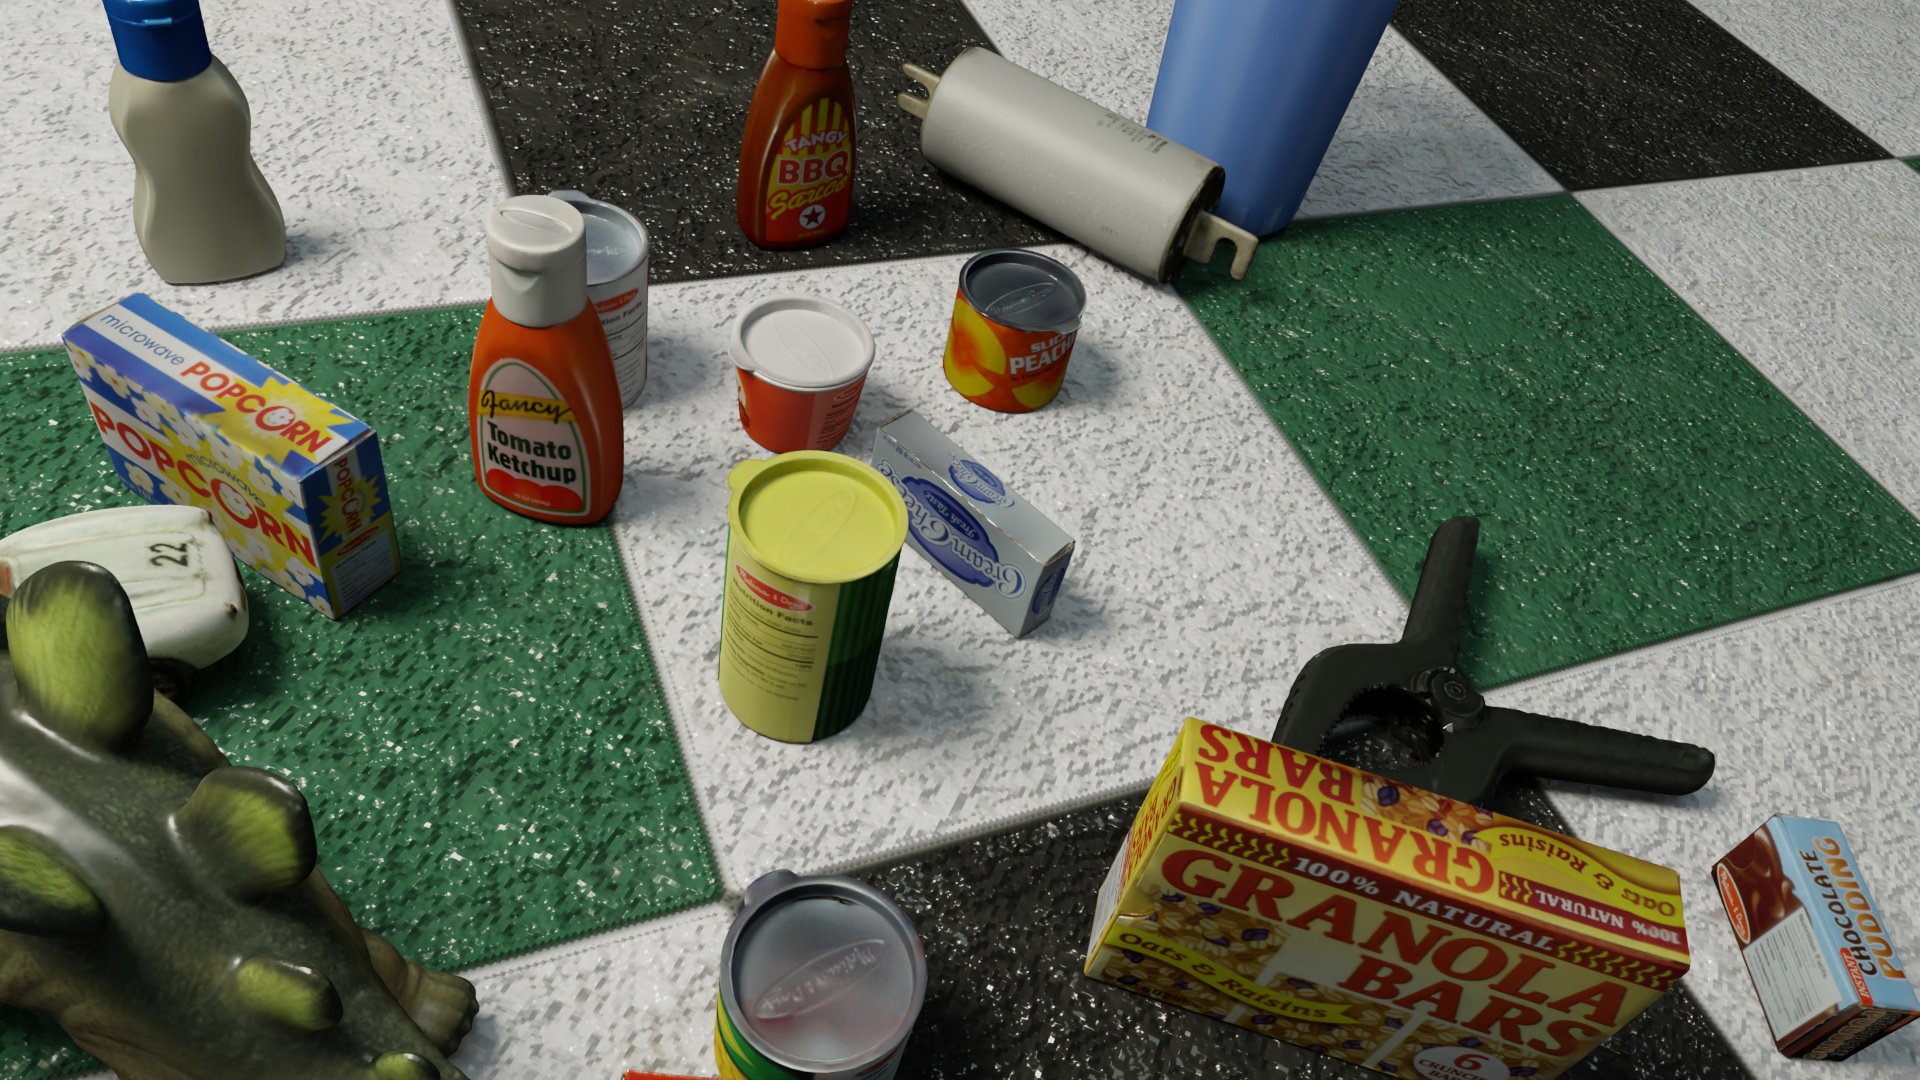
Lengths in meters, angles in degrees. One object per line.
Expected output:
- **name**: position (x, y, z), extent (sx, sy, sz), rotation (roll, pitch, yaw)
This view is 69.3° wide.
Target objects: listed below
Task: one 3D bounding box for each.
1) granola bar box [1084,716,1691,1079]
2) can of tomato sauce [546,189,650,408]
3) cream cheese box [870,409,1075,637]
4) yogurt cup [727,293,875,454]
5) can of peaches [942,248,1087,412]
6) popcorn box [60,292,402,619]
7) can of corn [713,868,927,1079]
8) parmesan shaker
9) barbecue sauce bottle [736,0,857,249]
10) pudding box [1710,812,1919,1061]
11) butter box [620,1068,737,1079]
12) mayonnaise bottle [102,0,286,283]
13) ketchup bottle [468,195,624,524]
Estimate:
- **granola bar box**: position (0.138, 0.134, 0.479), extent (0.166, 0.123, 0.039), rotation (17, 47, 2)
- **can of tomato sauce**: position (-0.181, -0.110, 0.654), extent (0.071, 0.082, 0.071), rotation (7, 47, -7)
- **cream cheese box**: position (0.002, -0.008, 0.625), extent (0.104, 0.053, 0.024), rotation (40, 52, 22)
- **yogurt cup**: position (-0.078, -0.078, 0.670), extent (0.072, 0.053, 0.073), rotation (7, 47, -7)
- **can of peaches**: position (0.028, -0.107, 0.719), extent (0.071, 0.057, 0.071), rotation (7, 47, -7)
- **popcorn box**: position (-0.290, -0.034, 0.557), extent (0.127, 0.084, 0.038), rotation (29, 48, 13)
- **can of corn**: position (-0.049, 0.153, 0.462), extent (0.071, 0.058, 0.071), rotation (7, 47, -7)
- **parmesan shaker**: position (-0.063, 0.022, 0.548), extent (0.071, 0.102, 0.072), rotation (7, 47, -7)
- **barbecue sauce bottle**: position (-0.084, -0.228, 0.741), extent (0.065, 0.147, 0.044), rotation (-18, 54, -27)
- **pudding box**: position (0.340, 0.158, 0.556), extent (0.030, 0.049, 0.084), rotation (8, 47, -6)
- **butter box**: position (-0.055, 0.190, 0.430), extent (0.103, 0.052, 0.024), rotation (9, 47, -6)
- **mayonnaise bottle**: position (-0.357, -0.189, 0.640), extent (0.065, 0.147, 0.041), rotation (-17, 54, -26)
- **ketchup bottle**: position (-0.173, -0.072, 0.577), extent (0.065, 0.148, 0.044), rotation (16, 47, 1)
